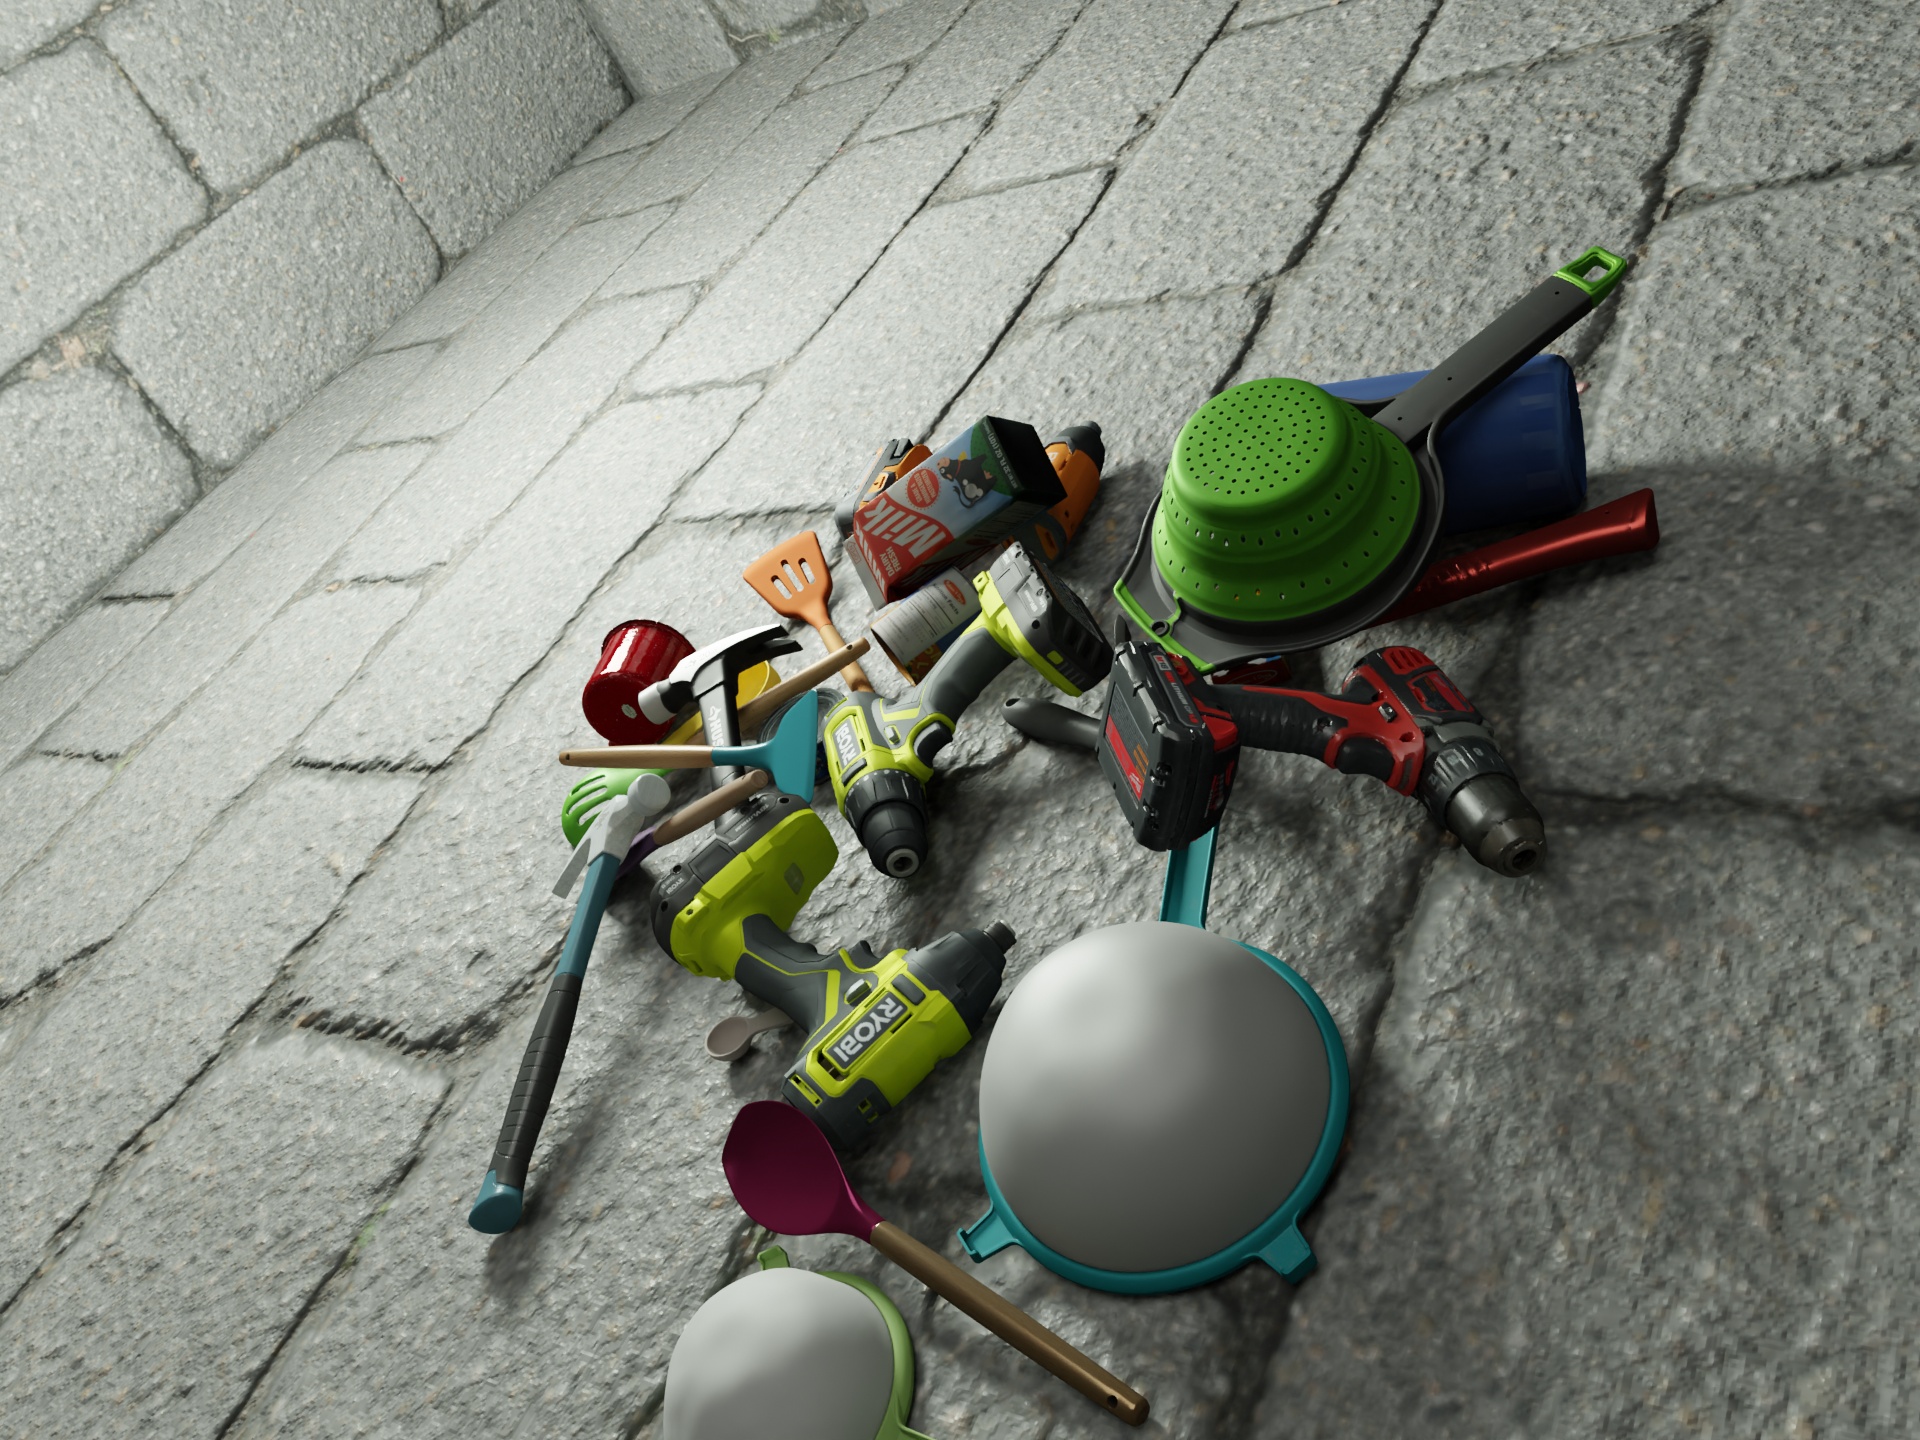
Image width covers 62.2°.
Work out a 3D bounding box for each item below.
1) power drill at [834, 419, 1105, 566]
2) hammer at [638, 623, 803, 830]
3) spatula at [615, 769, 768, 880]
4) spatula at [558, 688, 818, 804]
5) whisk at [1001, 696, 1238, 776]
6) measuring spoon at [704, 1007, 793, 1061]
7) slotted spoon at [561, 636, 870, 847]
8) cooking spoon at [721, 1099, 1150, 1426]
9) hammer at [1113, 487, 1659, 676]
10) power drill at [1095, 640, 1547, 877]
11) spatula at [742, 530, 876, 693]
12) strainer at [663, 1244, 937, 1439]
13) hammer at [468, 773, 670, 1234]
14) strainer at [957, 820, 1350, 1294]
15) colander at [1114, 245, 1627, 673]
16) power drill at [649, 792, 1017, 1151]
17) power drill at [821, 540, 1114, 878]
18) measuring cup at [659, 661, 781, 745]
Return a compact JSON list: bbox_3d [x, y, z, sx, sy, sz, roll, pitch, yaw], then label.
[{"bbox_3d":[0.018,-0.205,1.416,0.226,0.084,0.164,1,45,32],"label":"power drill"},{"bbox_3d":[-0.172,0.057,1.224,0.146,0.035,0.335,-30,43,13],"label":"hammer"},{"bbox_3d":[-0.214,0.083,1.182,0.316,0.018,0.060,-28,26,54],"label":"spatula"},{"bbox_3d":[-0.212,0.025,1.222,0.317,0.044,0.082,-2,83,38],"label":"spatula"},{"bbox_3d":[0.101,0.015,1.108,0.055,0.055,0.239,-45,32,-18],"label":"whisk"},{"bbox_3d":[-0.112,0.201,1.068,0.124,0.018,0.034,-21,35,3],"label":"measuring spoon"},{"bbox_3d":[-0.211,0.013,1.337,0.314,0.031,0.070,-30,54,7],"label":"slotted spoon"},{"bbox_3d":[-0.026,0.289,0.856,0.319,0.017,0.069,20,86,42],"label":"cooking spoon"},{"bbox_3d":[0.280,-0.082,1.056,0.359,0.036,0.149,-19,27,6],"label":"hammer"},{"bbox_3d":[0.208,0.024,0.917,0.226,0.080,0.188,-1,34,-13],"label":"power drill"},{"bbox_3d":[-0.114,-0.073,1.385,0.081,0.041,0.323,-32,35,-2],"label":"spatula"},{"bbox_3d":[-0.064,0.345,0.796,0.256,0.069,0.151,1,46,41],"label":"strainer"},{"bbox_3d":[-0.283,0.198,1.134,0.128,0.033,0.331,-38,33,45],"label":"hammer"},{"bbox_3d":[0.104,0.132,0.876,0.211,0.095,0.341,-7,49,28],"label":"strainer"},{"bbox_3d":[0.262,-0.200,1.016,0.397,0.094,0.205,-39,49,-2],"label":"colander"},{"bbox_3d":[-0.084,0.148,1.029,0.171,0.080,0.223,-42,50,-16],"label":"power drill"},{"bbox_3d":[-0.002,-0.004,1.147,0.228,0.080,0.191,-43,31,13],"label":"power drill"},{"bbox_3d":[-0.218,0.006,1.387,0.156,0.029,0.062,-40,42,10],"label":"measuring cup"}]
